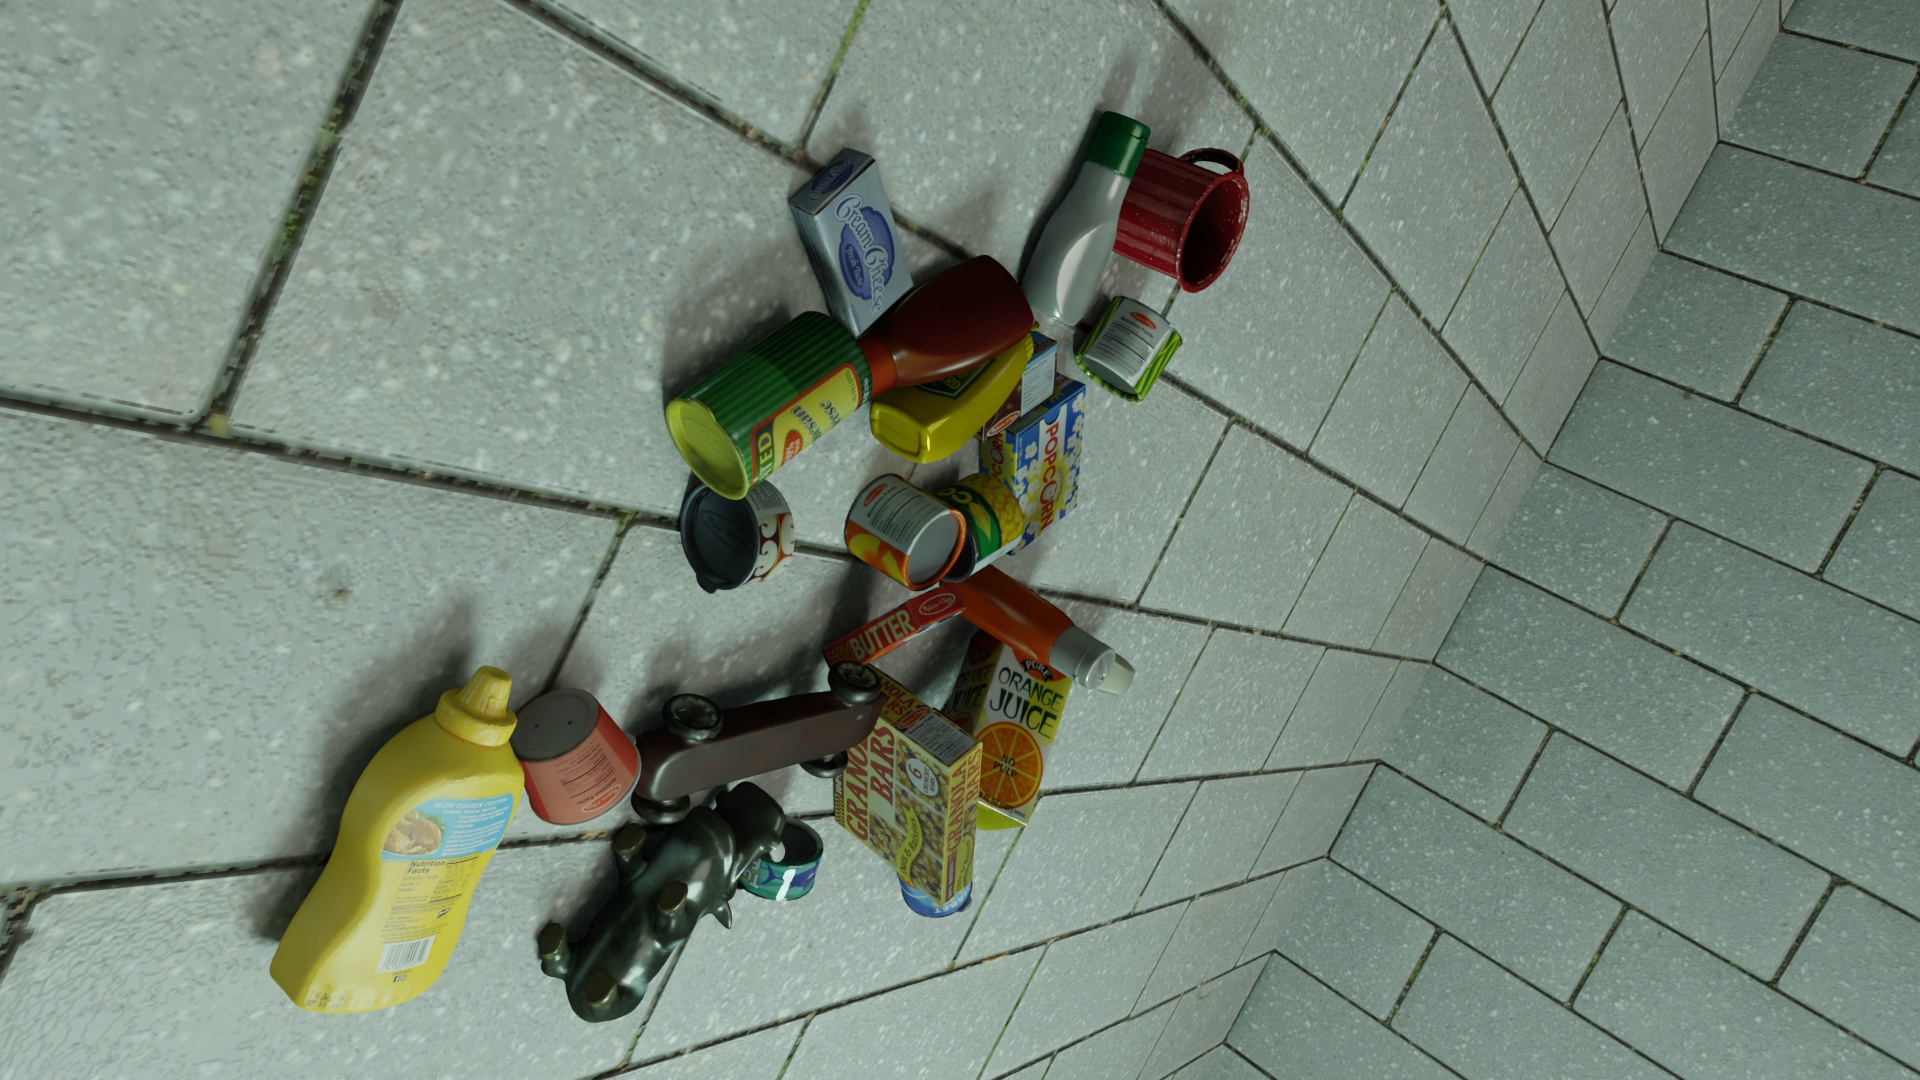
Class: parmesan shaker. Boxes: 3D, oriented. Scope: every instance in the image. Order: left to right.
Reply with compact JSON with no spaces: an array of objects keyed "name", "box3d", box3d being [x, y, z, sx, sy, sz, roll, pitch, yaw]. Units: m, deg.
[{"name":"parmesan shaker","box3d":[-0.107,-0.080,0.793,0.103,0.071,0.071,-41,146,-29]}]

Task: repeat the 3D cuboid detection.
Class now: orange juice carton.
[{"name":"orange juice carton","box3d":[0.037,0.135,1.147,0.072,0.073,0.193,29,65,-19]}]

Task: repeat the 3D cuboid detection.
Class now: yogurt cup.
[{"name":"yogurt cup","box3d":[-0.225,0.123,0.802,0.073,0.072,0.053,-42,138,-28]}]

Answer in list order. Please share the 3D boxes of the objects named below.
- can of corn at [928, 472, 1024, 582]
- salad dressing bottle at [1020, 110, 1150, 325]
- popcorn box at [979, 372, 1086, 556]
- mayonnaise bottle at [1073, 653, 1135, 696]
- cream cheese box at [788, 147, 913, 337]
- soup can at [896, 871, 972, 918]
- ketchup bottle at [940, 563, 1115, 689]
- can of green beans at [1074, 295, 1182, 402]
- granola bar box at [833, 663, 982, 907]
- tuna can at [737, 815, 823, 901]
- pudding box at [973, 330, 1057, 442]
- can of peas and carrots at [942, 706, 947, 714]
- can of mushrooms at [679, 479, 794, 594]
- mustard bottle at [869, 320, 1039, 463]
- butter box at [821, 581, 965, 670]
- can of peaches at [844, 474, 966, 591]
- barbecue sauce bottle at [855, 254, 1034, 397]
[{"name":"can of corn","box3d":[0.004,-0.013,1.029,0.058,0.071,0.070,-31,140,-41]},{"name":"salad dressing bottle","box3d":[0.090,-0.229,0.989,0.064,0.044,0.147,7,109,-58]},{"name":"popcorn box","box3d":[0.056,-0.060,1.091,0.085,0.038,0.126,-36,143,-33]},{"name":"mayonnaise bottle","box3d":[0.108,0.113,1.306,0.148,0.065,0.041,22,95,-56]},{"name":"cream cheese box","box3d":[-0.063,-0.174,0.821,0.053,0.024,0.103,-48,149,-20]},{"name":"soup can","box3d":[-0.024,0.293,1.252,0.071,0.071,0.083,-43,146,-27]},{"name":"ketchup bottle","box3d":[0.052,0.064,1.084,0.044,0.149,0.064,-45,148,-20]},{"name":"can of green beans","box3d":[0.132,-0.151,1.099,0.058,0.071,0.071,-55,150,-6]},{"name":"granola bar box","box3d":[-0.044,0.188,1.074,0.039,0.124,0.164,-34,142,-36]},{"name":"tuna can","box3d":[-0.139,0.235,1.031,0.071,0.071,0.032,-12,125,-53]},{"name":"pudding box","box3d":[0.035,-0.114,1.019,0.084,0.030,0.049,-37,145,-34]},{"name":"can of peas and carrots","box3d":[0.011,0.179,1.217,0.071,0.059,0.070,-37,143,-33]},{"name":"can of mushrooms","box3d":[-0.133,-0.003,0.826,0.033,0.071,0.070,-14,128,-53]},{"name":"mustard bottle","box3d":[0.006,-0.115,0.946,0.161,0.065,0.048,-44,153,-36]},{"name":"butter box","box3d":[-0.049,0.065,1.000,0.103,0.024,0.053,-31,173,40]},{"name":"can of peaches","box3d":[-0.037,-0.004,0.979,0.071,0.058,0.070,-37,143,-34]},{"name":"barbecue sauce bottle","box3d":[-0.025,-0.129,0.887,0.149,0.065,0.043,-32,174,-30]}]
